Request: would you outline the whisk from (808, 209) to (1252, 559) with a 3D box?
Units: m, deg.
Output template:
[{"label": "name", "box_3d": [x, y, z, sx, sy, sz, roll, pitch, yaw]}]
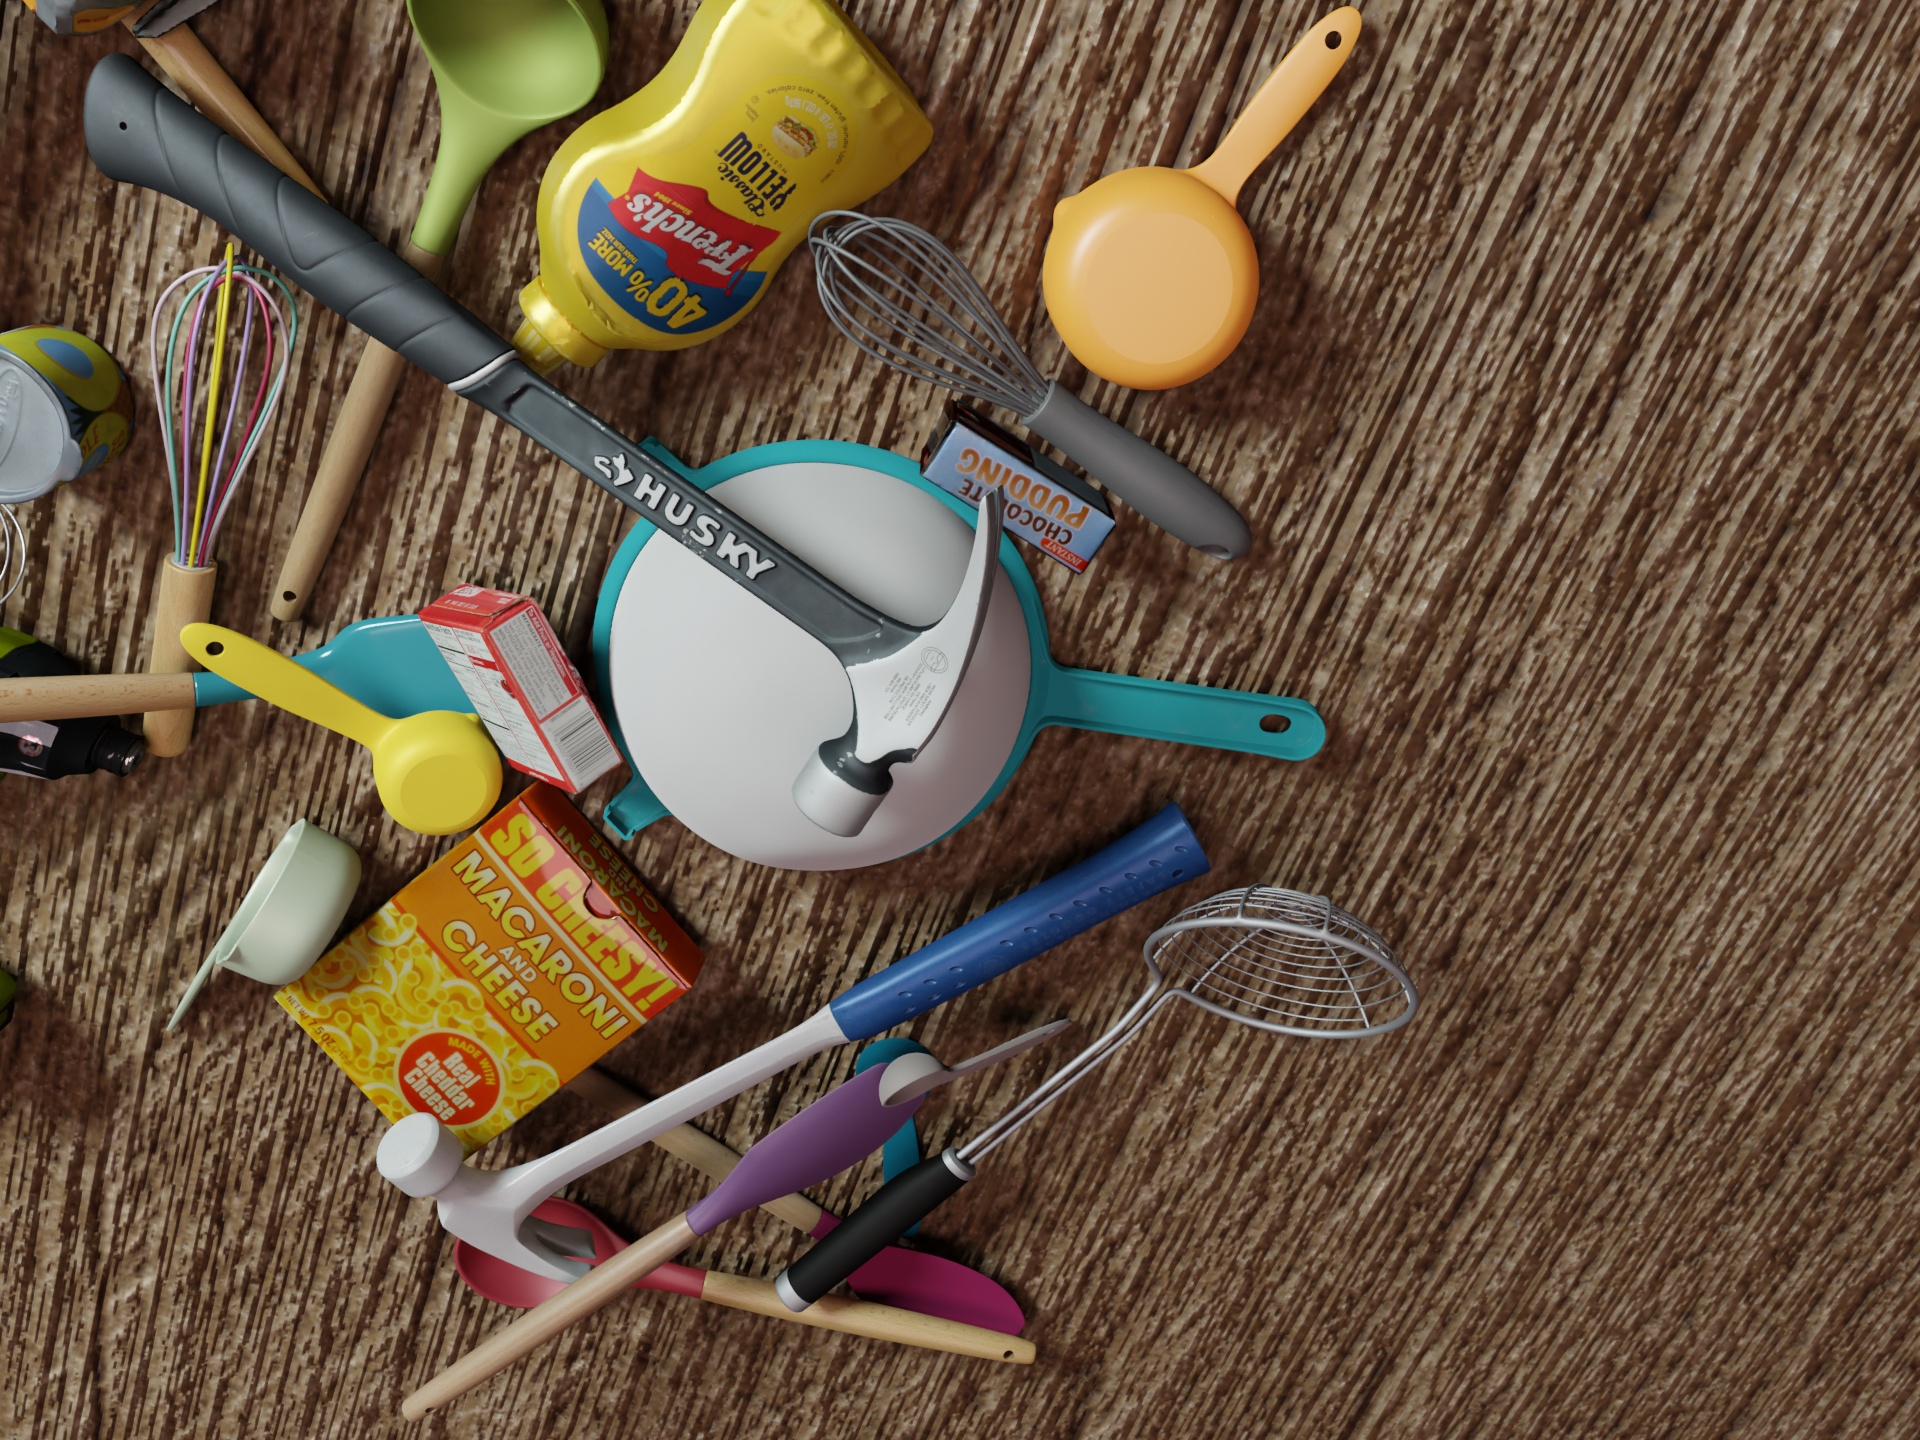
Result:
[{"label": "whisk", "box_3d": [0.035, -0.134, 0.665, 0.238, 0.055, 0.055, 31, 109, -23]}]

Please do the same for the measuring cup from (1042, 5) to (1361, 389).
[{"label": "measuring cup", "box_3d": [0.104, -0.210, 0.639, 0.095, 0.052, 0.173, 35, 110, -13]}]

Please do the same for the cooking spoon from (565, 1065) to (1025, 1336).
[{"label": "cooking spoon", "box_3d": [-0.098, 0.254, 0.849, 0.318, 0.017, 0.068, 36, 118, -14]}]

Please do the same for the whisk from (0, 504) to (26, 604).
[{"label": "whisk", "box_3d": [-0.514, -0.151, 0.668, 0.070, 0.070, 0.284, -38, 102, 14]}]

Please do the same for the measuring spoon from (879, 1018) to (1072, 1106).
[{"label": "measuring spoon", "box_3d": [0.008, 0.160, 0.777, 0.034, 0.124, 0.018, -50, 62, 41]}]

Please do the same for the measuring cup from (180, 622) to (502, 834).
[{"label": "measuring cup", "box_3d": [-0.272, 0.004, 0.706, 0.062, 0.029, 0.156, -49, 128, 6]}]

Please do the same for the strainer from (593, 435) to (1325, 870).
[{"label": "strainer", "box_3d": [-0.001, -0.002, 0.702, 0.340, 0.095, 0.211, 8, 112, -2]}]

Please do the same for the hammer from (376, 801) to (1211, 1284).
[{"label": "hammer", "box_3d": [-0.065, 0.154, 0.770, 0.405, 0.035, 0.143, -28, 131, 3]}]

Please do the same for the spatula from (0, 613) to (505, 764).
[{"label": "spatula", "box_3d": [-0.360, -0.009, 0.690, 0.317, 0.044, 0.082, -5, 117, -29]}]

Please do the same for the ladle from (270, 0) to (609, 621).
[{"label": "ladle", "box_3d": [-0.232, -0.169, 0.657, 0.078, 0.062, 0.320, 25, 113, -16]}]

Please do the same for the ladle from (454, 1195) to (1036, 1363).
[{"label": "ladle", "box_3d": [-0.113, 0.309, 0.858, 0.315, 0.031, 0.069, 13, 104, -2]}]

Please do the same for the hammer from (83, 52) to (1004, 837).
[{"label": "hammer", "box_3d": [-0.166, -0.128, 0.614, 0.409, 0.036, 0.149, 36, 110, 1]}]

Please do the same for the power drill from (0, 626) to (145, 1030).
[{"label": "power drill", "box_3d": [-0.489, 0.054, 0.738, 0.171, 0.080, 0.223, 24, 107, -8]}]

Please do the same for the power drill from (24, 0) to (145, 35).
[{"label": "power drill", "box_3d": [-0.422, -0.288, 0.581, 0.226, 0.084, 0.185, -36, 109, 21]}]

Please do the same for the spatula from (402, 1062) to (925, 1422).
[{"label": "spatula", "box_3d": [-0.151, 0.263, 0.789, 0.316, 0.018, 0.059, -34, 133, 7]}]

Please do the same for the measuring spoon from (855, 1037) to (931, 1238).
[{"label": "measuring spoon", "box_3d": [-0.032, 0.226, 0.835, 0.042, 0.021, 0.128, -2, 113, 1]}]

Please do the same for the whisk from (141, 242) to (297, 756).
[{"label": "whisk", "box_3d": [-0.335, -0.091, 0.701, 0.047, 0.051, 0.245, 35, 119, 26]}]

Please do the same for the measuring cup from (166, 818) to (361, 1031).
[{"label": "measuring cup", "box_3d": [-0.341, 0.114, 0.774, 0.038, 0.083, 0.167, 31, 125, -23]}]

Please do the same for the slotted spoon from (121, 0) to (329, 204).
[{"label": "slotted spoon", "box_3d": [-0.358, -0.323, 0.610, 0.070, 0.031, 0.313, -34, 110, 13]}]

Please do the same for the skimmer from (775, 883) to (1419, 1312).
[{"label": "skimmer", "box_3d": [0.052, 0.203, 0.778, 0.363, 0.090, 0.127, -40, 127, 11]}]
